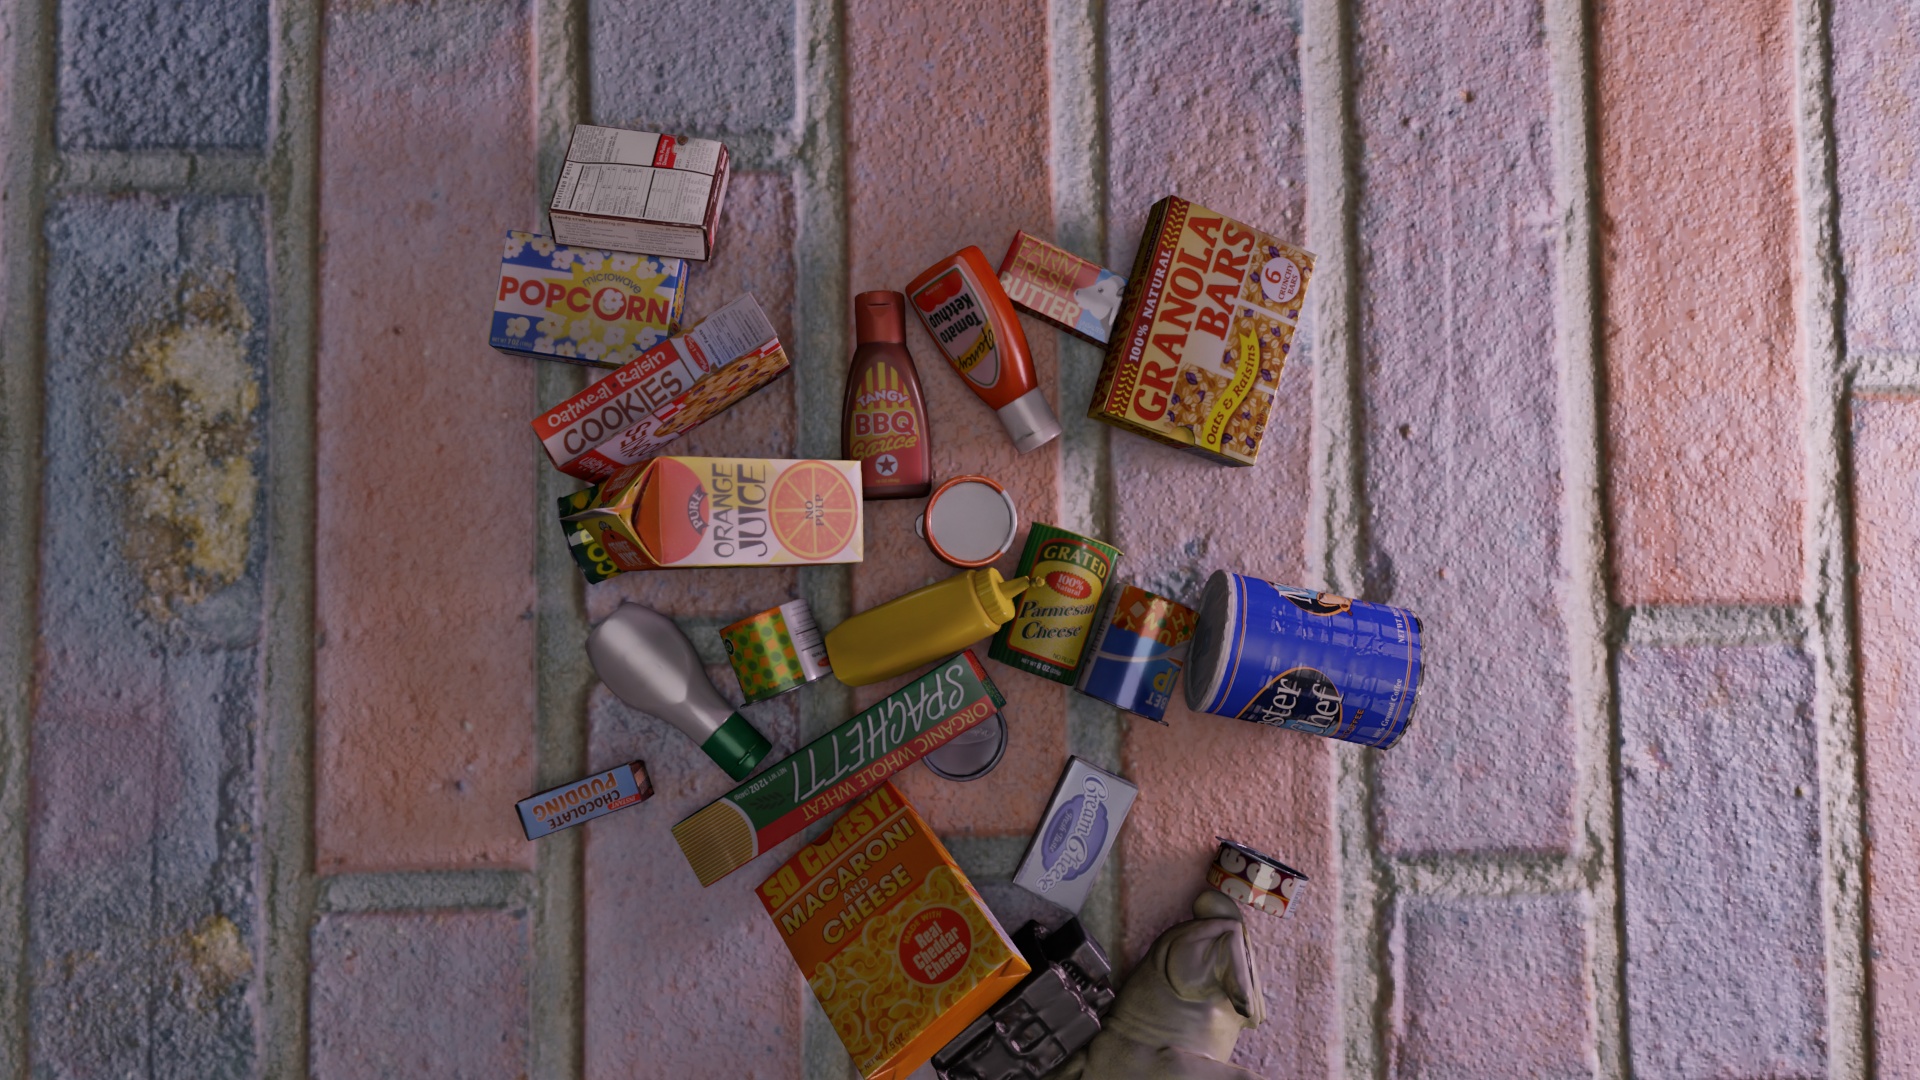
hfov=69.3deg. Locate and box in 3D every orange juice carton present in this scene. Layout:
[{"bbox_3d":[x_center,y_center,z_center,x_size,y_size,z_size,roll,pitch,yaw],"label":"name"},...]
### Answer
[{"bbox_3d":[-0.165,-0.017,0.935,0.193,0.071,0.073,-1,87,-35],"label":"orange juice carton"}]

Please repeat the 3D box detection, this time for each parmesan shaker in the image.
[{"bbox_3d":[0.069,0.046,0.990,0.071,0.071,0.103,19,87,-2],"label":"parmesan shaker"}]

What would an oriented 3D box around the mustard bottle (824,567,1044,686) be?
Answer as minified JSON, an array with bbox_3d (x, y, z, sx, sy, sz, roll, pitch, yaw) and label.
[{"bbox_3d":[-0.014,0.055,0.968,0.160,0.065,0.049,-24,75,15],"label":"mustard bottle"}]

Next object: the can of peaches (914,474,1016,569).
[{"bbox_3d":[0.004,-0.012,0.994,0.071,0.058,0.071,0,88,-3],"label":"can of peaches"}]

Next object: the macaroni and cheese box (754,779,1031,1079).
[{"bbox_3d":[-0.050,0.262,0.940,0.124,0.040,0.167,-39,51,-4],"label":"macaroni and cheese box"}]

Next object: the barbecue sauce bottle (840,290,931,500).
[{"bbox_3d":[-0.055,-0.104,1.002,0.065,0.043,0.148,-3,87,-1],"label":"barbecue sauce bottle"}]

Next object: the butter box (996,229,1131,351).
[{"bbox_3d":[0.078,-0.183,1.022,0.103,0.024,0.053,24,86,-2],"label":"butter box"}]

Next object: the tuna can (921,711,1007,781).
[{"bbox_3d":[0.000,0.136,0.999,0.071,0.033,0.071,0,88,-2],"label":"tuna can"}]

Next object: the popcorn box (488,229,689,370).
[{"bbox_3d":[-0.266,-0.169,0.997,0.127,0.038,0.085,8,86,-2],"label":"popcorn box"}]

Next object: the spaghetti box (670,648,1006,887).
[{"bbox_3d":[-0.086,0.159,0.973,0.250,0.029,0.050,-32,85,7],"label":"spaghetti box"}]

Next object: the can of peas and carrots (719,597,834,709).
[{"bbox_3d":[-0.132,0.079,0.979,0.071,0.071,0.058,-21,88,-3],"label":"can of peas and carrots"}]

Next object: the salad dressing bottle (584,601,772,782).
[{"bbox_3d":[-0.199,0.109,0.986,0.147,0.044,0.064,44,84,-1],"label":"salad dressing bottle"}]

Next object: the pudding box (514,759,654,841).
[{"bbox_3d":[-0.263,0.181,0.976,0.084,0.049,0.030,-18,87,-4],"label":"pudding box"}]

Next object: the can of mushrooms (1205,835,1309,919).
[{"bbox_3d":[0.209,0.240,0.988,0.071,0.071,0.033,24,88,-2],"label":"can of mushrooms"}]

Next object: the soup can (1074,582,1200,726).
[{"bbox_3d":[0.129,0.081,0.991,0.071,0.071,0.084,22,87,-2],"label":"soup can"}]

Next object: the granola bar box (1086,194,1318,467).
[{"bbox_3d":[0.176,-0.149,1.005,0.124,0.039,0.165,18,87,-15],"label":"granola bar box"}]

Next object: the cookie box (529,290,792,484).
[{"bbox_3d":[-0.200,-0.100,0.955,0.167,0.123,0.040,-32,89,-4],"label":"cookie box"}]

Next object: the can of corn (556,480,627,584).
[{"bbox_3d":[-0.242,-0.009,0.975,0.058,0.071,0.071,-21,89,-4],"label":"can of corn"}]

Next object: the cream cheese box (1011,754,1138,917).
[{"bbox_3d":[0.082,0.212,1.004,0.053,0.024,0.104,27,86,-2],"label":"cream cheese box"}]

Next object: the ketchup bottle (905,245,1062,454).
[{"bbox_3d":[0.022,-0.135,1.002,0.064,0.044,0.148,-27,96,36],"label":"ketchup bottle"}]
